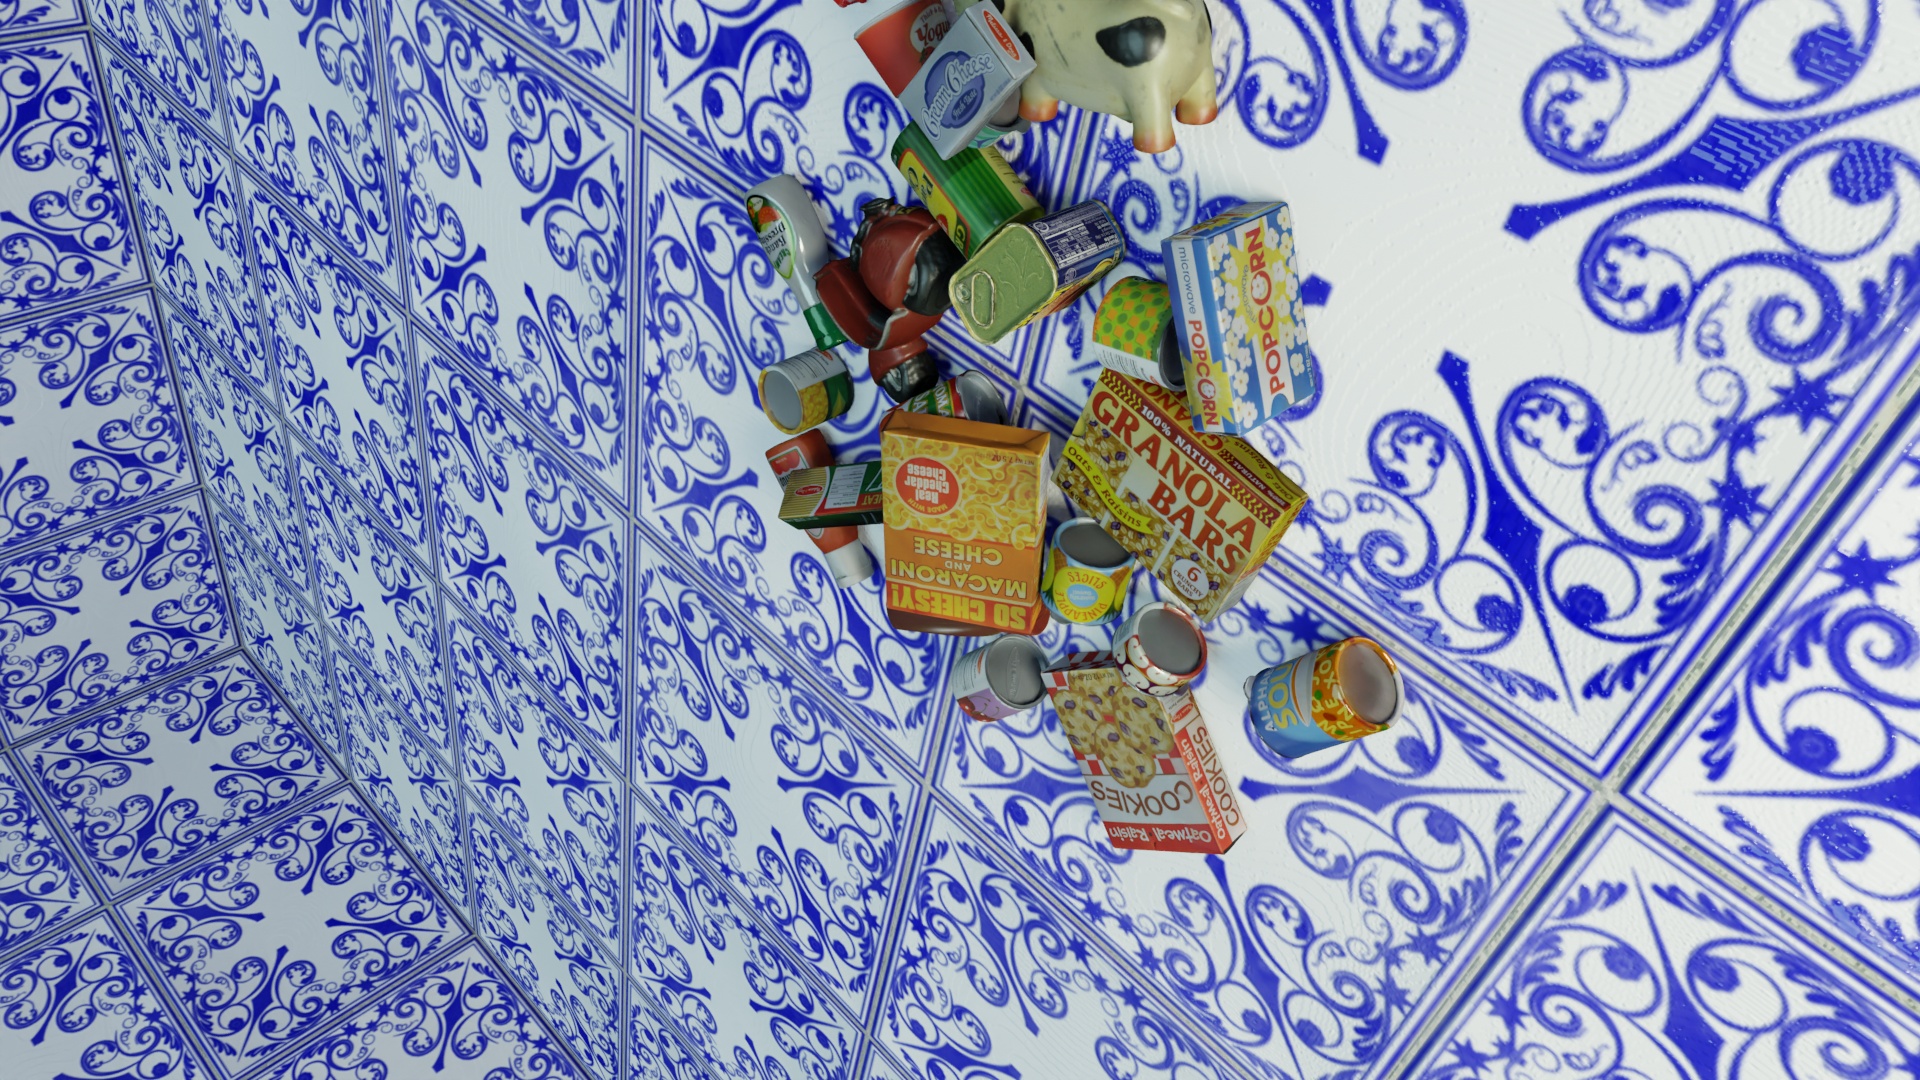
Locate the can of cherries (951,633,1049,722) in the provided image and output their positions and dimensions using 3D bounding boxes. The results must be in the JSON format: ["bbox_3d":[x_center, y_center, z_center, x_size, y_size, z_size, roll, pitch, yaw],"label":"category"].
[{"bbox_3d":[0.037,0.121,1.199,0.058,0.072,0.071,-32,88,52],"label":"can of cherries"}]

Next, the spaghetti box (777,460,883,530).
[{"bbox_3d":[-0.056,-0.042,1.179,0.250,0.050,0.028,-3,154,40],"label":"spaghetti box"}]

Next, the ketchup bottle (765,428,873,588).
[{"bbox_3d":[-0.128,-0.029,1.306,0.064,0.044,0.148,-18,99,46],"label":"ketchup bottle"}]

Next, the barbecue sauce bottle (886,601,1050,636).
[{"bbox_3d":[0.008,0.058,1.194,0.148,0.065,0.043,4,117,41],"label":"barbecue sauce bottle"}]

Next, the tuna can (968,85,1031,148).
[{"bbox_3d":[0.015,-0.304,0.956,0.032,0.071,0.071,-17,100,52],"label":"tuna can"}]

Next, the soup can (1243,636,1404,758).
[{"bbox_3d":[0.247,0.106,0.948,0.083,0.072,0.071,-34,86,51],"label":"soup can"}]

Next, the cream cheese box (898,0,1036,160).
[{"bbox_3d":[0.003,-0.293,0.891,0.053,0.024,0.103,54,149,-3],"label":"cream cheese box"}]

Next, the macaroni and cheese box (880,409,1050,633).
[{"bbox_3d":[0.004,-0.014,1.078,0.124,0.040,0.165,10,126,13],"label":"macaroni and cheese box"}]

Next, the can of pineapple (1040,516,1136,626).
[{"bbox_3d":[0.098,0.024,1.064,0.071,0.071,0.057,36,136,28],"label":"can of pineapple"}]

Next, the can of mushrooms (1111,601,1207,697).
[{"bbox_3d":[0.152,0.083,1.044,0.071,0.071,0.033,52,140,11],"label":"can of mushrooms"}]

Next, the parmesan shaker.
[{"bbox_3d":[0.005,-0.255,1.000,0.103,0.071,0.071,54,142,10],"label":"parmesan shaker"}]

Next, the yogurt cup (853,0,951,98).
[{"bbox_3d":[-0.034,-0.350,0.985,0.072,0.073,0.054,-12,112,51],"label":"yogurt cup"}]

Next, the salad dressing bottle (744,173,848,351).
[{"bbox_3d":[-0.133,-0.235,1.183,0.064,0.044,0.147,-16,100,52],"label":"salad dressing bottle"}]

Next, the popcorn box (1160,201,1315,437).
[{"bbox_3d":[0.174,-0.138,0.863,0.038,0.085,0.126,8,119,47],"label":"popcorn box"}]

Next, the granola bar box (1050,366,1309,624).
[{"bbox_3d":[0.150,-0.038,0.991,0.166,0.039,0.123,44,139,20],"label":"granola bar box"}]

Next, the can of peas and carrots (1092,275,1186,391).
[{"bbox_3d":[0.131,-0.141,0.928,0.059,0.071,0.070,25,130,38],"label":"can of peas and carrots"}]

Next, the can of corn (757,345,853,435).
[{"bbox_3d":[-0.139,-0.132,1.242,0.071,0.058,0.070,27,131,36],"label":"can of corn"}]

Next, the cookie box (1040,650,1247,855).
[{"bbox_3d":[0.146,0.171,1.125,0.122,0.040,0.167,-13,103,51],"label":"cookie box"}]

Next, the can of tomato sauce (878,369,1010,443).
[{"bbox_3d":[-0.014,-0.090,1.098,0.083,0.071,0.071,-22,96,30],"label":"can of tomato sauce"}]
